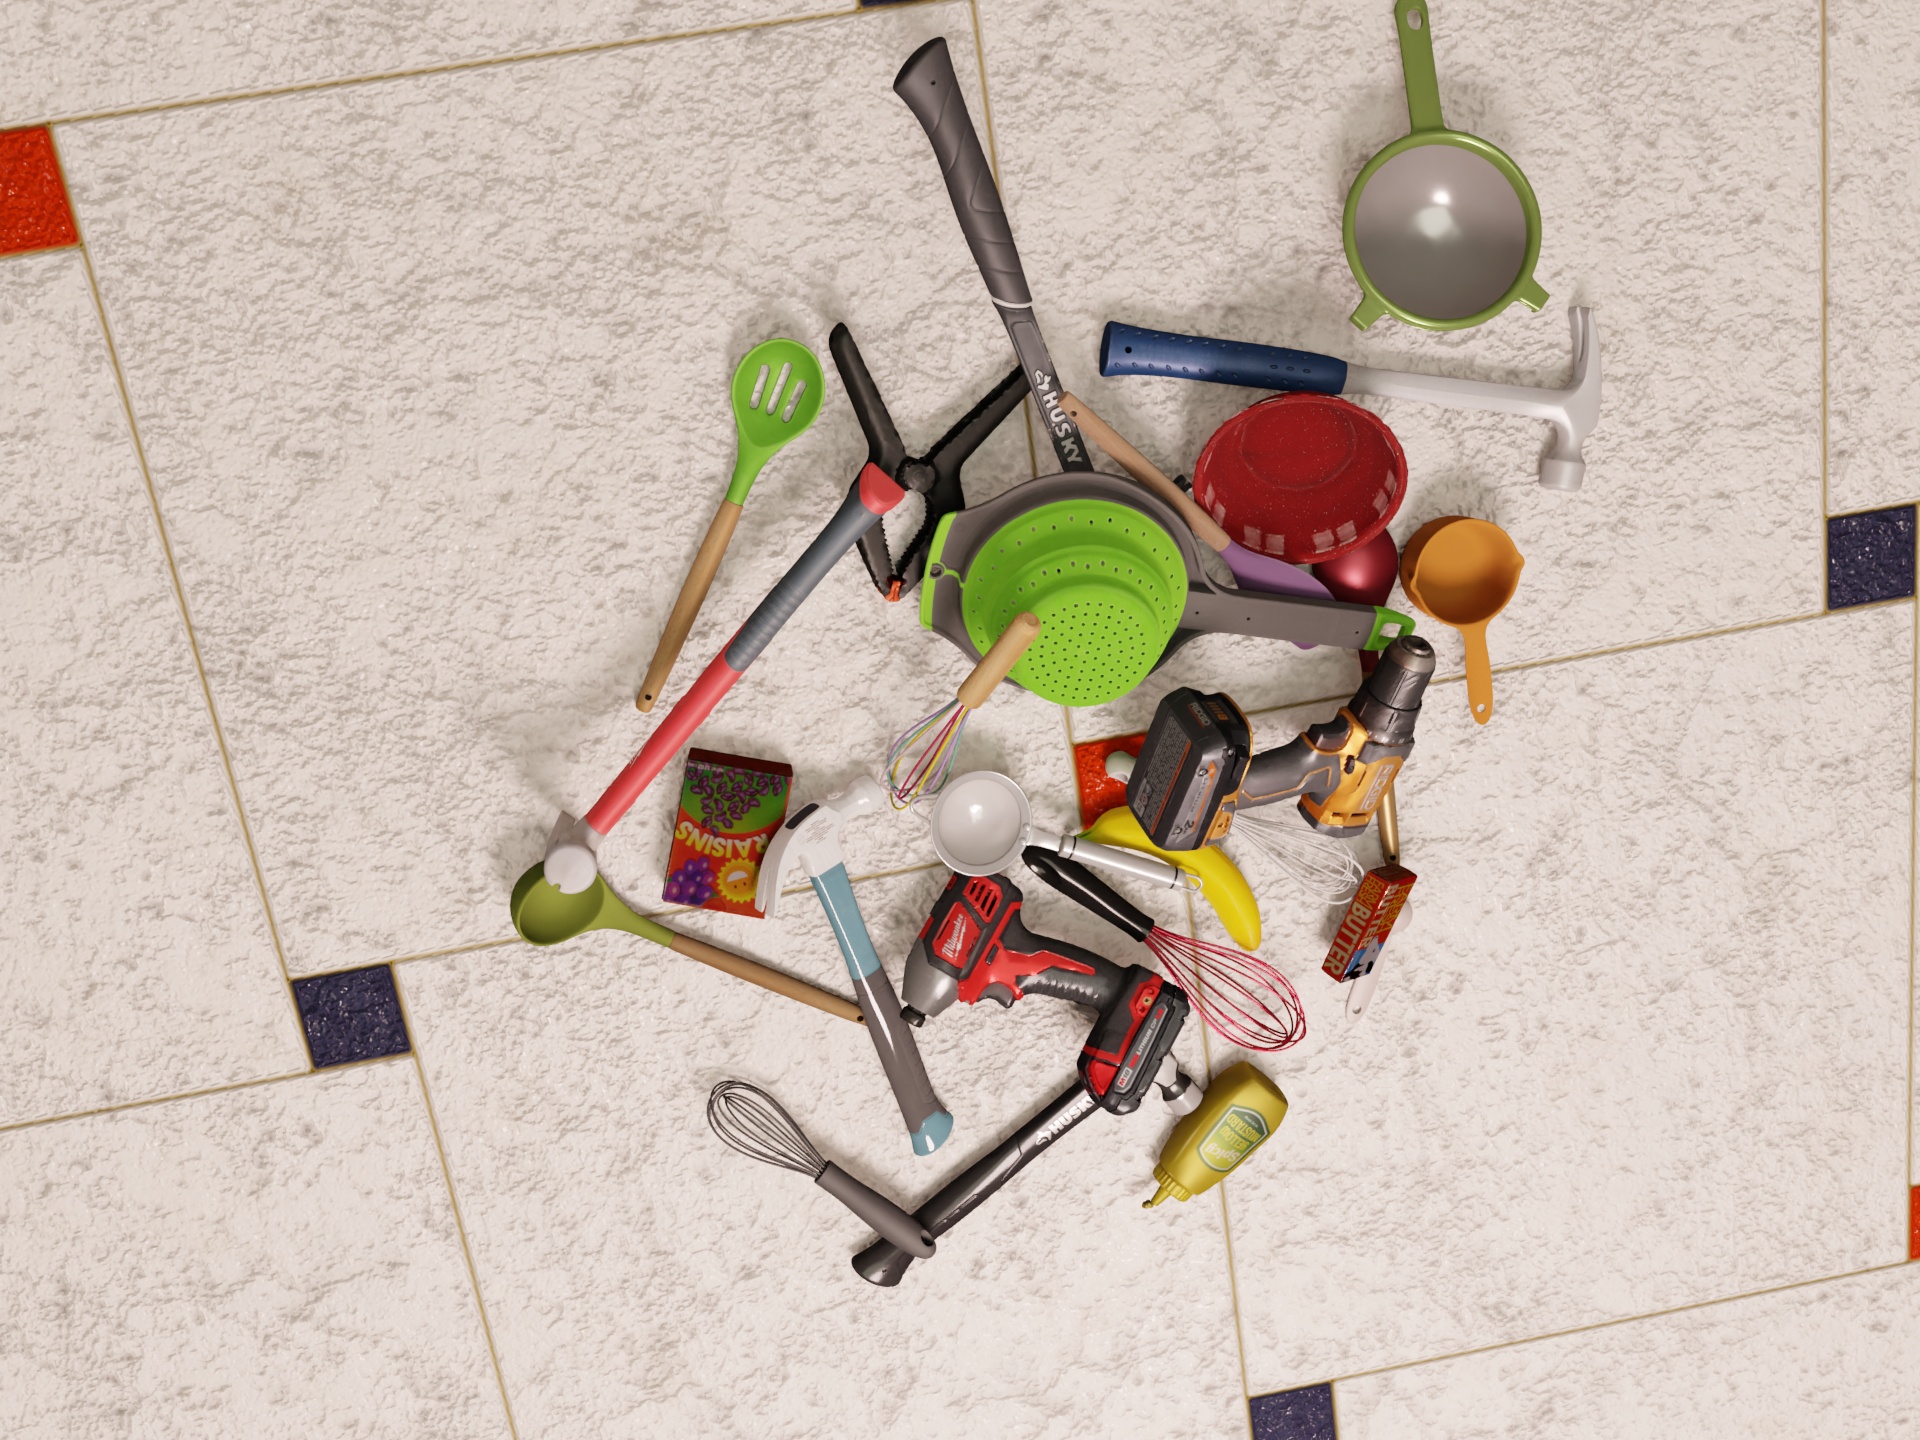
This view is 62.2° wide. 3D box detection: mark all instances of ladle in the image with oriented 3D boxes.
[{"bbox_3d":[0.343,-0.018,1.323,0.069,0.031,0.315,-9,107,7],"label":"ladle"},{"bbox_3d":[-0.212,0.194,1.298,0.320,0.062,0.078,25,103,-15],"label":"ladle"}]

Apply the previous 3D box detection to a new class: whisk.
[{"bbox_3d":[-0.116,0.385,1.347,0.239,0.055,0.055,37,97,-6],"label":"whisk"},{"bbox_3d":[0.230,0.086,1.327,0.246,0.057,0.059,26,66,-8],"label":"whisk"},{"bbox_3d":[-0.001,-0.002,1.212,0.051,0.047,0.245,35,136,-4],"label":"whisk"},{"bbox_3d":[0.172,0.188,1.340,0.295,0.073,0.073,35,98,-8],"label":"whisk"}]

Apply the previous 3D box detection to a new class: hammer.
[{"bbox_3d":[0.311,-0.274,1.249,0.405,0.035,0.144,5,104,-8],"label":"hammer"},{"bbox_3d":[-0.072,0.218,1.317,0.128,0.033,0.330,-30,112,-27],"label":"hammer"},{"bbox_3d":[0.050,-0.291,1.165,0.149,0.036,0.408,-25,120,0],"label":"hammer"},{"bbox_3d":[0.039,0.377,1.384,0.335,0.035,0.146,-40,106,4],"label":"hammer"},{"bbox_3d":[-0.181,-0.039,1.210,0.038,0.143,0.386,40,92,-15],"label":"hammer"}]

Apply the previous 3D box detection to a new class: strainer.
[{"bbox_3d":[0.350,-0.416,1.211,0.151,0.069,0.256,-7,88,-3],"label":"strainer"},{"bbox_3d":[0.078,0.101,1.292,0.258,0.050,0.087,17,92,-10],"label":"strainer"}]

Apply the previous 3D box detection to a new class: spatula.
[{"bbox_3d":[0.190,-0.153,1.236,0.315,0.018,0.060,37,132,-25],"label":"spatula"}]

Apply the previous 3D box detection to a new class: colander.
[{"bbox_3d":[0.170,-0.070,1.220,0.397,0.095,0.204,6,126,-9],"label":"colander"}]

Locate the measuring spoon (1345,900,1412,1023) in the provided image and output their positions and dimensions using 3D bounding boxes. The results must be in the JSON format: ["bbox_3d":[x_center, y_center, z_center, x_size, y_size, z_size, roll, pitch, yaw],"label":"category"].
[{"bbox_3d":[0.364,0.212,1.388,0.034,0.018,0.124,15,103,-10],"label":"measuring spoon"}]

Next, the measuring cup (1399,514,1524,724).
[{"bbox_3d":[0.409,-0.084,1.301,0.095,0.052,0.173,-13,107,-3],"label":"measuring cup"}]

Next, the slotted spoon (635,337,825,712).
[{"bbox_3d":[-0.187,-0.147,1.229,0.070,0.031,0.313,23,102,-12],"label":"slotted spoon"}]

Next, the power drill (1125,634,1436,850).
[{"bbox_3d":[0.260,0.016,1.244,0.226,0.084,0.185,-3,130,-26],"label":"power drill"}]

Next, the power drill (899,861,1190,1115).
[{"bbox_3d":[0.062,0.225,1.299,0.219,0.078,0.143,30,82,1],"label":"power drill"}]
